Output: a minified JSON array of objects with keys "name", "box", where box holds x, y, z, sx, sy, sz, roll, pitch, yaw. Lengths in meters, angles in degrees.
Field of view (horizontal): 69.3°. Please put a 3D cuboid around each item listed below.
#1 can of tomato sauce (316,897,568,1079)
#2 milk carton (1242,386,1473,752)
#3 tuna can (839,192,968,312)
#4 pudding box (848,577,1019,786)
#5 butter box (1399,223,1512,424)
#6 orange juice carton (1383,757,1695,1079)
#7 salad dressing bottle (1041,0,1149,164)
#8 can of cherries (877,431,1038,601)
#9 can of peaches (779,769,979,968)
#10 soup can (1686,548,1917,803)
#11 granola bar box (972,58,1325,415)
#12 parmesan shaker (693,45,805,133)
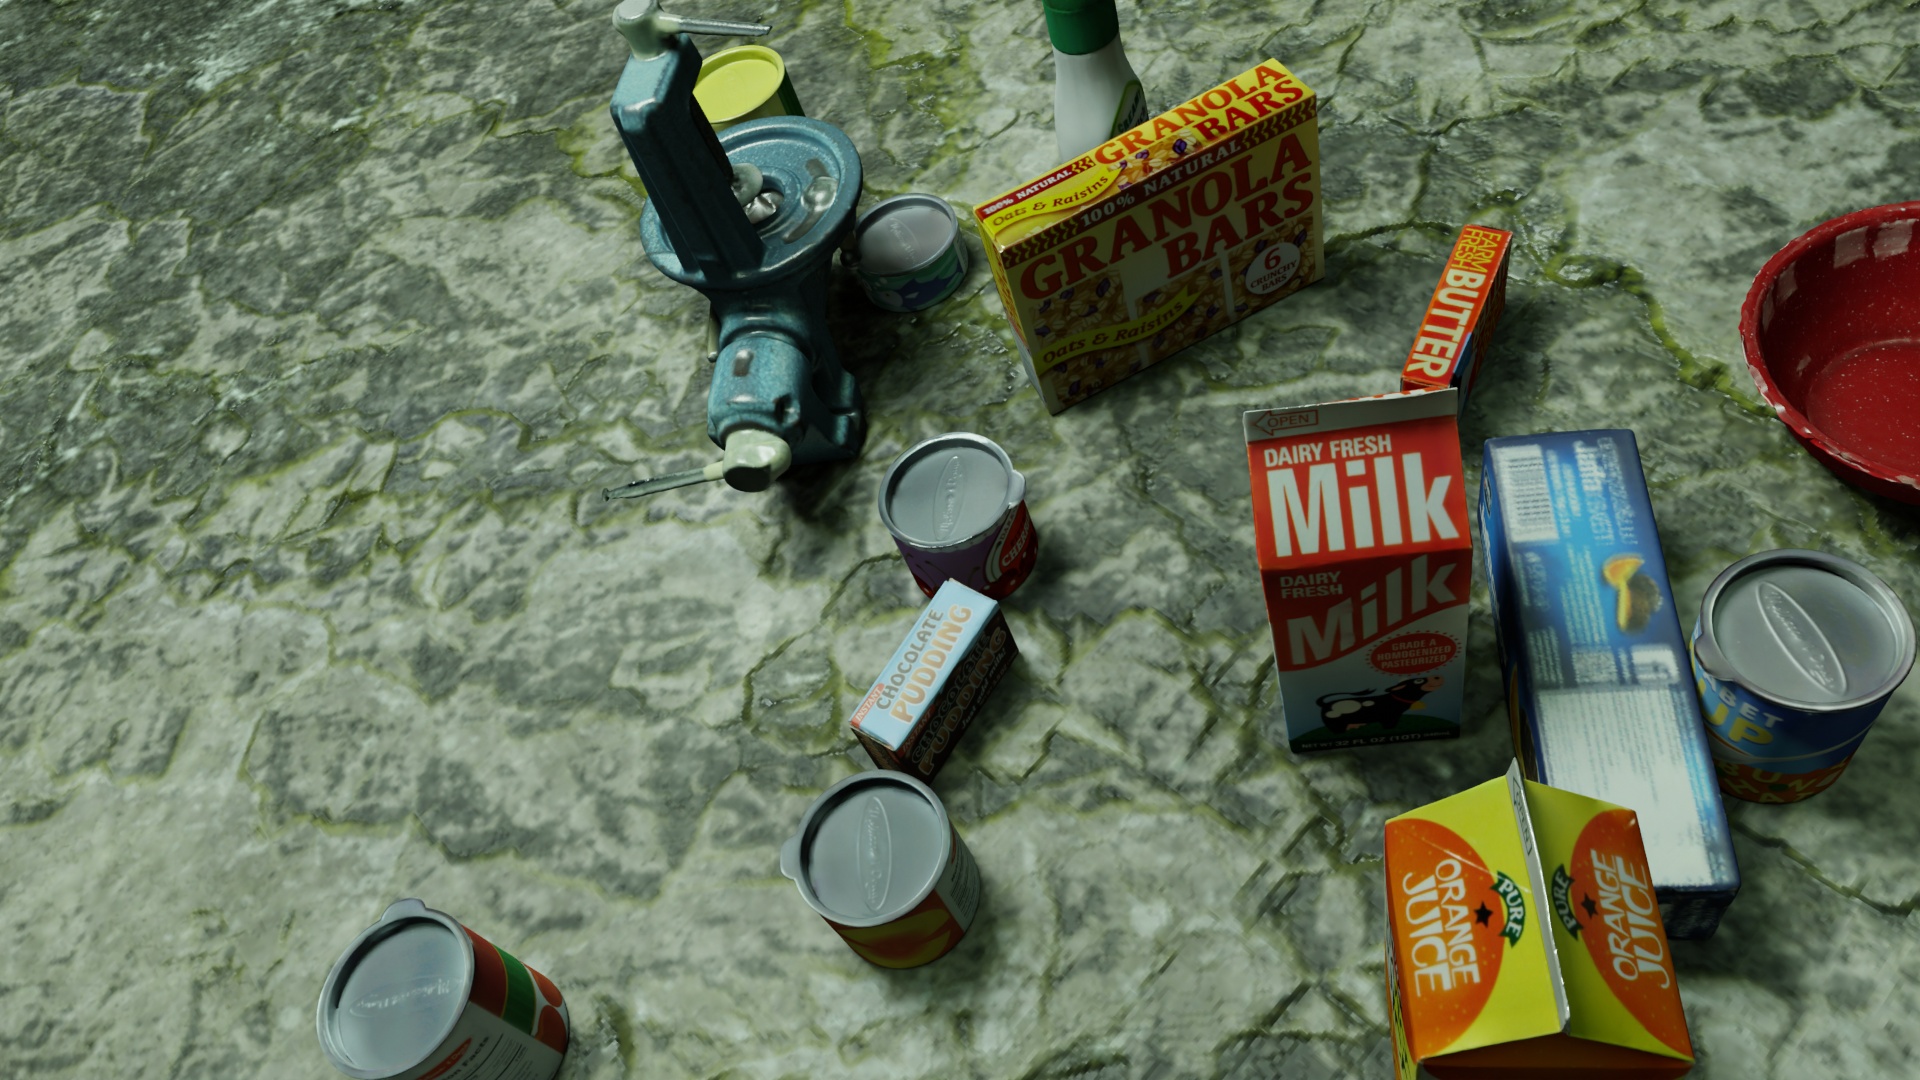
[{"name":"can of tomato sauce","box":[-0.211,0.196,0.575,0.071,0.082,0.071,-8,55,12]},{"name":"milk carton","box":[0.151,0.006,0.531,0.072,0.189,0.074,-7,55,13]},{"name":"tuna can","box":[-0.032,-0.165,0.803,0.071,0.032,0.071,-8,55,11]},{"name":"pudding box","box":[-0.011,0.065,0.627,0.030,0.049,0.084,23,66,29]},{"name":"butter box","box":[0.236,-0.096,0.663,0.024,0.053,0.104,16,63,26]},{"name":"orange juice carton","box":[0.172,0.139,0.432,0.073,0.191,0.072,-5,55,13]},{"name":"salad dressing bottle","box":[0.074,-0.246,0.756,0.044,0.147,0.064,19,64,27]},{"name":"can of cherries","box":[0.002,-0.008,0.668,0.071,0.058,0.072,-8,55,11]},{"name":"can of peaches","box":[-0.032,0.138,0.578,0.071,0.057,0.071,-8,55,11]},{"name":"soup can","box":[0.304,0.053,0.520,0.071,0.083,0.072,-8,55,12]},{"name":"granola bar box","box":[0.099,-0.149,0.696,0.166,0.123,0.039,-27,53,-3]},{"name":"parmesan shaker","box":[-0.122,-0.232,0.833,0.071,0.102,0.071,-8,55,12]}]
